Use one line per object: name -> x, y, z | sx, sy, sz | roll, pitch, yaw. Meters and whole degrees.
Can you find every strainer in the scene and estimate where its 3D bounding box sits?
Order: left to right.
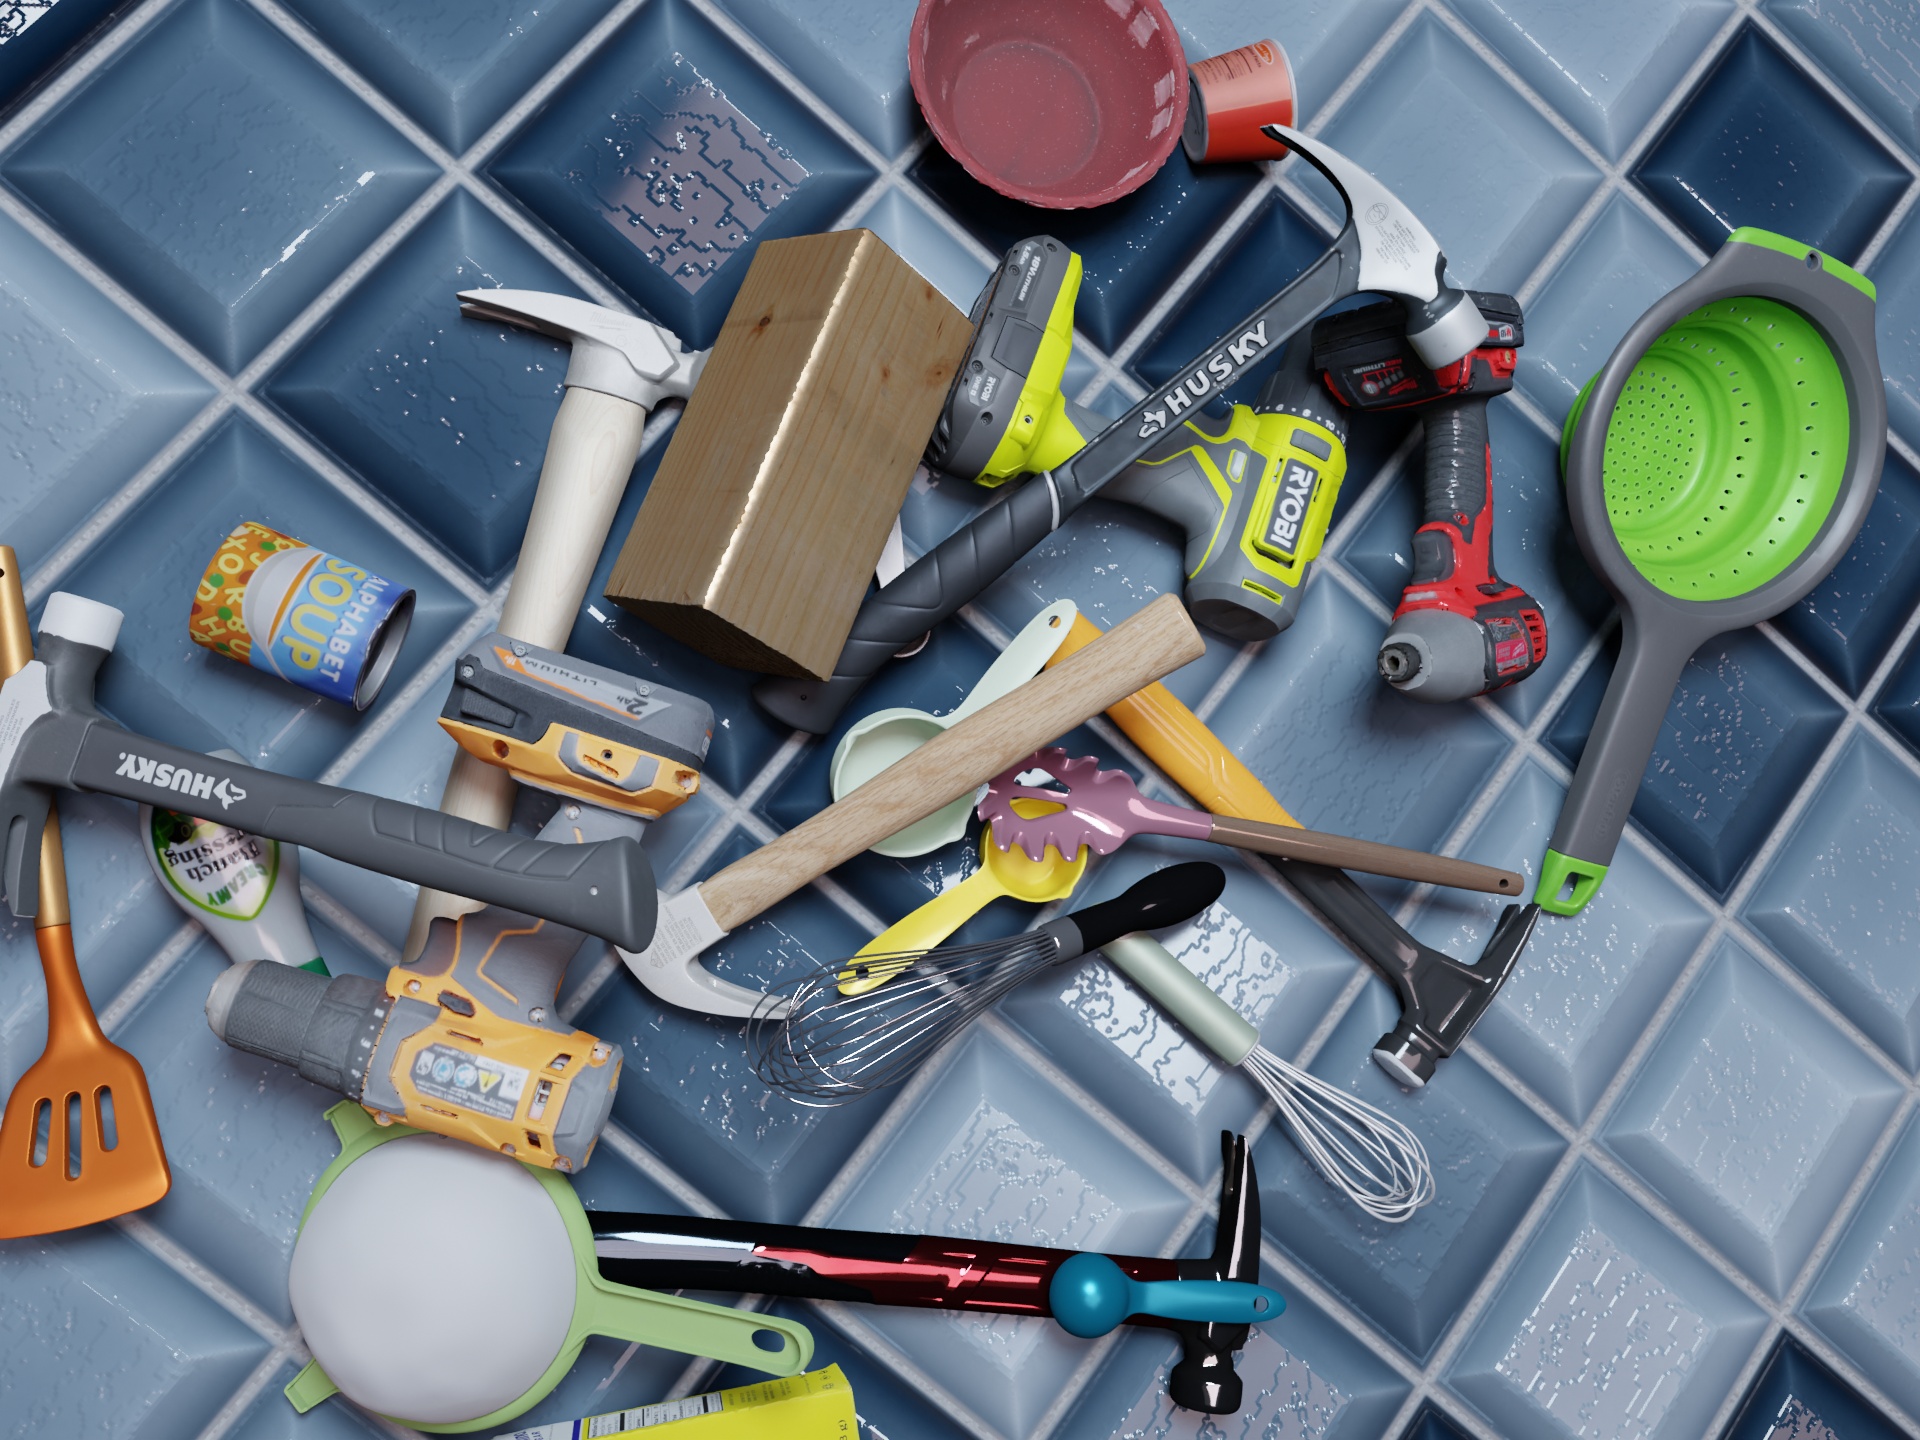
strainer -> -0.196, 0.269, 0.719 | 0.256, 0.069, 0.151 | 9, 90, 8

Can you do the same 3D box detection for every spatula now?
spatula -> -0.432, 0.073, 0.747 | 0.081, 0.041, 0.323 | -10, 85, -13

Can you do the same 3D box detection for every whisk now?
whisk -> 0.023, 0.121, 0.802 | 0.284, 0.070, 0.070 | -18, 88, -29
whisk -> 0.161, 0.185, 0.868 | 0.246, 0.059, 0.058 | 42, 52, 0

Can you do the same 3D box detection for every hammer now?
hammer -> -0.283, 0.047, 0.689 | 0.335, 0.035, 0.146 | 13, 81, 15
hammer -> -0.235, -0.017, 0.805 | 0.146, 0.038, 0.411 | 15, 80, -9
hammer -> -0.031, 0.266, 0.817 | 0.386, 0.038, 0.143 | 9, 80, -12
hammer -> -0.027, 0.039, 0.791 | 0.331, 0.031, 0.130 | -31, 91, 7
hammer -> 0.058, -0.128, 0.806 | 0.409, 0.036, 0.149 | -37, 105, 9
hammer -> 0.172, 0.050, 0.891 | 0.337, 0.034, 0.127 | 42, 77, -5

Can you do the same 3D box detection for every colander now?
colander -> 0.399, -0.082, 0.941 | 0.204, 0.094, 0.397 | 15, 98, -19

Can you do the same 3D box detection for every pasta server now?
pasta server -> 0.160, 0.064, 0.851 | 0.316, 0.040, 0.060 | 11, 96, -10

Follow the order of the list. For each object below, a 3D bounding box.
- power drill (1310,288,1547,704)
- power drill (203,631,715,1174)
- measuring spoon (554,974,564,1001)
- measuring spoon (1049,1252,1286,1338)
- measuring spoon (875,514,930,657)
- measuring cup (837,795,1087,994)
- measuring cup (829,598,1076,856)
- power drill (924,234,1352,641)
power drill -> 0.262, -0.119, 0.877 | 0.143, 0.078, 0.219 | -13, 96, -46
power drill -> -0.226, 0.077, 0.737 | 0.185, 0.084, 0.226 | 18, 83, -4
measuring spoon -> -0.203, 0.114, 0.797 | 0.021, 0.011, 0.117 | 15, 94, 5
measuring spoon -> 0.110, 0.297, 0.813 | 0.128, 0.021, 0.042 | 7, 79, -11
measuring spoon -> -0.041, -0.092, 0.873 | 0.034, 0.018, 0.124 | -7, 78, -12
measuring cup -> -0.002, 0.097, 0.851 | 0.156, 0.029, 0.062 | -34, 92, -12
measuring cup -> -0.001, -0.003, 0.839 | 0.083, 0.038, 0.167 | 43, 88, -18
power drill -> 0.110, -0.172, 0.884 | 0.228, 0.080, 0.191 | 23, 75, -12
